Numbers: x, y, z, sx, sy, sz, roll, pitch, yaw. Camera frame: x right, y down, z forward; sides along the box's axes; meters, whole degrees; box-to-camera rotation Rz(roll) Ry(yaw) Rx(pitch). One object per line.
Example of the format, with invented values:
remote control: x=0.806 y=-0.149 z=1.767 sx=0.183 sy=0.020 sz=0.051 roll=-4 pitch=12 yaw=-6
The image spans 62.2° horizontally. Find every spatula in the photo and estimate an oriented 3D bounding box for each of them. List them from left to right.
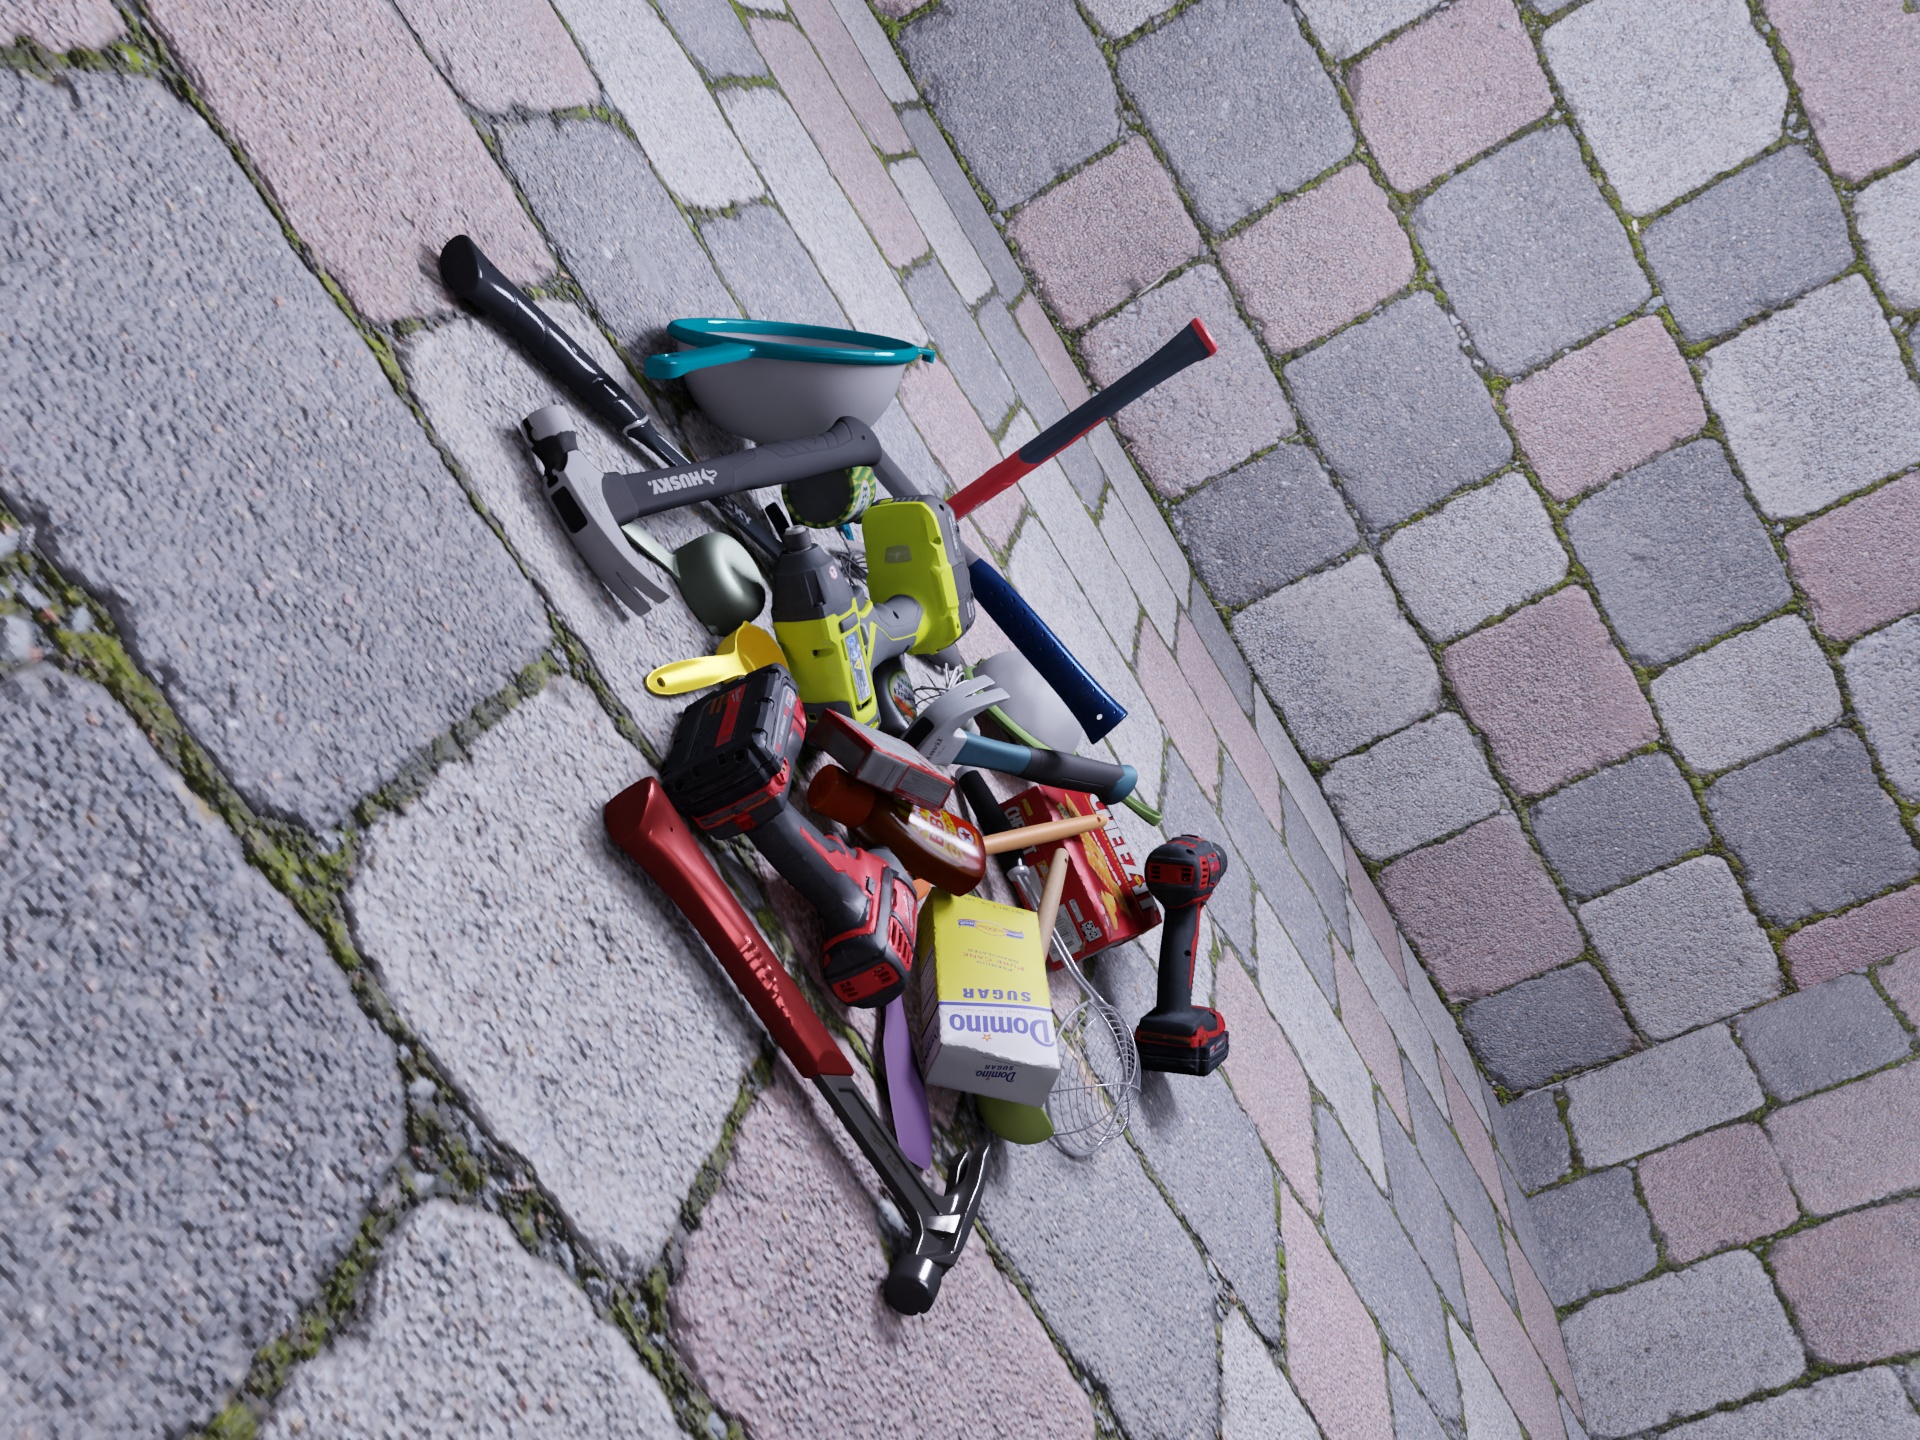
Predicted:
spatula: x=-0.053 y=0.174 z=1.156 sx=0.059 sy=0.018 sz=0.316 roll=47 pitch=24 yaw=-49
spatula: x=0.033 y=0.103 z=1.363 sx=0.322 sy=0.041 sz=0.081 roll=-7 pitch=69 yaw=-48

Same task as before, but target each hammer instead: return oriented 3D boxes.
hammer: x=-0.232 y=-0.217 z=1.202 sx=0.408 sy=0.036 sz=0.149 roll=43 pitch=25 yaw=-45
hammer: x=-0.164 y=-0.177 z=1.169 sx=0.335 sy=0.035 sz=0.146 roll=-26 pitch=90 yaw=-53
hammer: x=-0.098 y=0.184 z=0.980 sx=0.359 sy=0.036 sz=0.149 roll=57 pitch=25 yaw=-13
hammer: x=0.006 y=-0.149 z=1.422 sx=0.405 sy=0.144 sz=0.035 roll=49 pitch=-2 yaw=7
hammer: x=0.058 y=0.038 z=1.392 sx=0.033 sy=0.128 sz=0.330 roll=43 pitch=17 yaw=33
hammer: x=0.065 y=-0.250 z=1.478 sx=0.038 sy=0.386 sz=0.143 roll=59 pitch=17 yaw=8

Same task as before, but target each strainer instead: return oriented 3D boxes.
strainer: x=-0.165 y=-0.264 z=1.292 sx=0.340 sy=0.211 sz=0.095 roll=-41 pitch=140 yaw=-65
strainer: x=0.119 y=0.008 z=1.632 sx=0.256 sy=0.069 sz=0.151 roll=38 pitch=14 yaw=-2

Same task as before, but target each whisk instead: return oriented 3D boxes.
whisk: x=-0.053 y=-0.097 z=1.497 sx=0.238 sy=0.055 sz=0.055 roll=40 pitch=28 yaw=-58
whisk: x=-0.002 y=-0.005 z=1.423 sx=0.246 sy=0.059 sz=0.058 roll=60 pitch=37 yaw=-79

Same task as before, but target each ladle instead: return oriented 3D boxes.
ladle: x=0.067 y=0.208 z=1.286 sx=0.078 sy=0.062 sz=0.320 roll=64 pitch=26 yaw=-28

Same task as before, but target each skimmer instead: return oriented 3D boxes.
skimmer: x=0.056 y=0.200 z=1.395 sx=0.127 sy=0.090 sz=0.364 roll=22 pitch=33 yaw=-51

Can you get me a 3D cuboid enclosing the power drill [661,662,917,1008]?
power drill: x=-0.101 y=0.078 z=1.079 sx=0.219 sy=0.078 sz=0.143 roll=56 pitch=19 yaw=-27

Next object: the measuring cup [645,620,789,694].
measuring cup: x=-0.177 y=-0.031 z=1.119 sx=0.156 sy=0.029 sz=0.062 roll=-19 pitch=81 yaw=-60

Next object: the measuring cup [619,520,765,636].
measuring cup: x=-0.198 y=-0.123 z=1.152 sx=0.167 sy=0.038 sz=0.083 roll=42 pitch=27 yaw=-51

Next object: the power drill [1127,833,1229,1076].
power drill: x=0.227 y=0.225 z=1.583 sx=0.188 sy=0.080 sz=0.227 roll=2 pitch=90 yaw=-69

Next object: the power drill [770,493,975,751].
power drill: x=-0.073 y=-0.096 z=1.270 sx=0.223 sy=0.080 sz=0.171 roll=-45 pitch=128 yaw=-57

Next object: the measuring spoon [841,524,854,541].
measuring spoon: x=-0.133 y=-0.221 z=1.512 sx=0.042 sy=0.021 sz=0.128 roll=-60 pitch=129 yaw=-70
